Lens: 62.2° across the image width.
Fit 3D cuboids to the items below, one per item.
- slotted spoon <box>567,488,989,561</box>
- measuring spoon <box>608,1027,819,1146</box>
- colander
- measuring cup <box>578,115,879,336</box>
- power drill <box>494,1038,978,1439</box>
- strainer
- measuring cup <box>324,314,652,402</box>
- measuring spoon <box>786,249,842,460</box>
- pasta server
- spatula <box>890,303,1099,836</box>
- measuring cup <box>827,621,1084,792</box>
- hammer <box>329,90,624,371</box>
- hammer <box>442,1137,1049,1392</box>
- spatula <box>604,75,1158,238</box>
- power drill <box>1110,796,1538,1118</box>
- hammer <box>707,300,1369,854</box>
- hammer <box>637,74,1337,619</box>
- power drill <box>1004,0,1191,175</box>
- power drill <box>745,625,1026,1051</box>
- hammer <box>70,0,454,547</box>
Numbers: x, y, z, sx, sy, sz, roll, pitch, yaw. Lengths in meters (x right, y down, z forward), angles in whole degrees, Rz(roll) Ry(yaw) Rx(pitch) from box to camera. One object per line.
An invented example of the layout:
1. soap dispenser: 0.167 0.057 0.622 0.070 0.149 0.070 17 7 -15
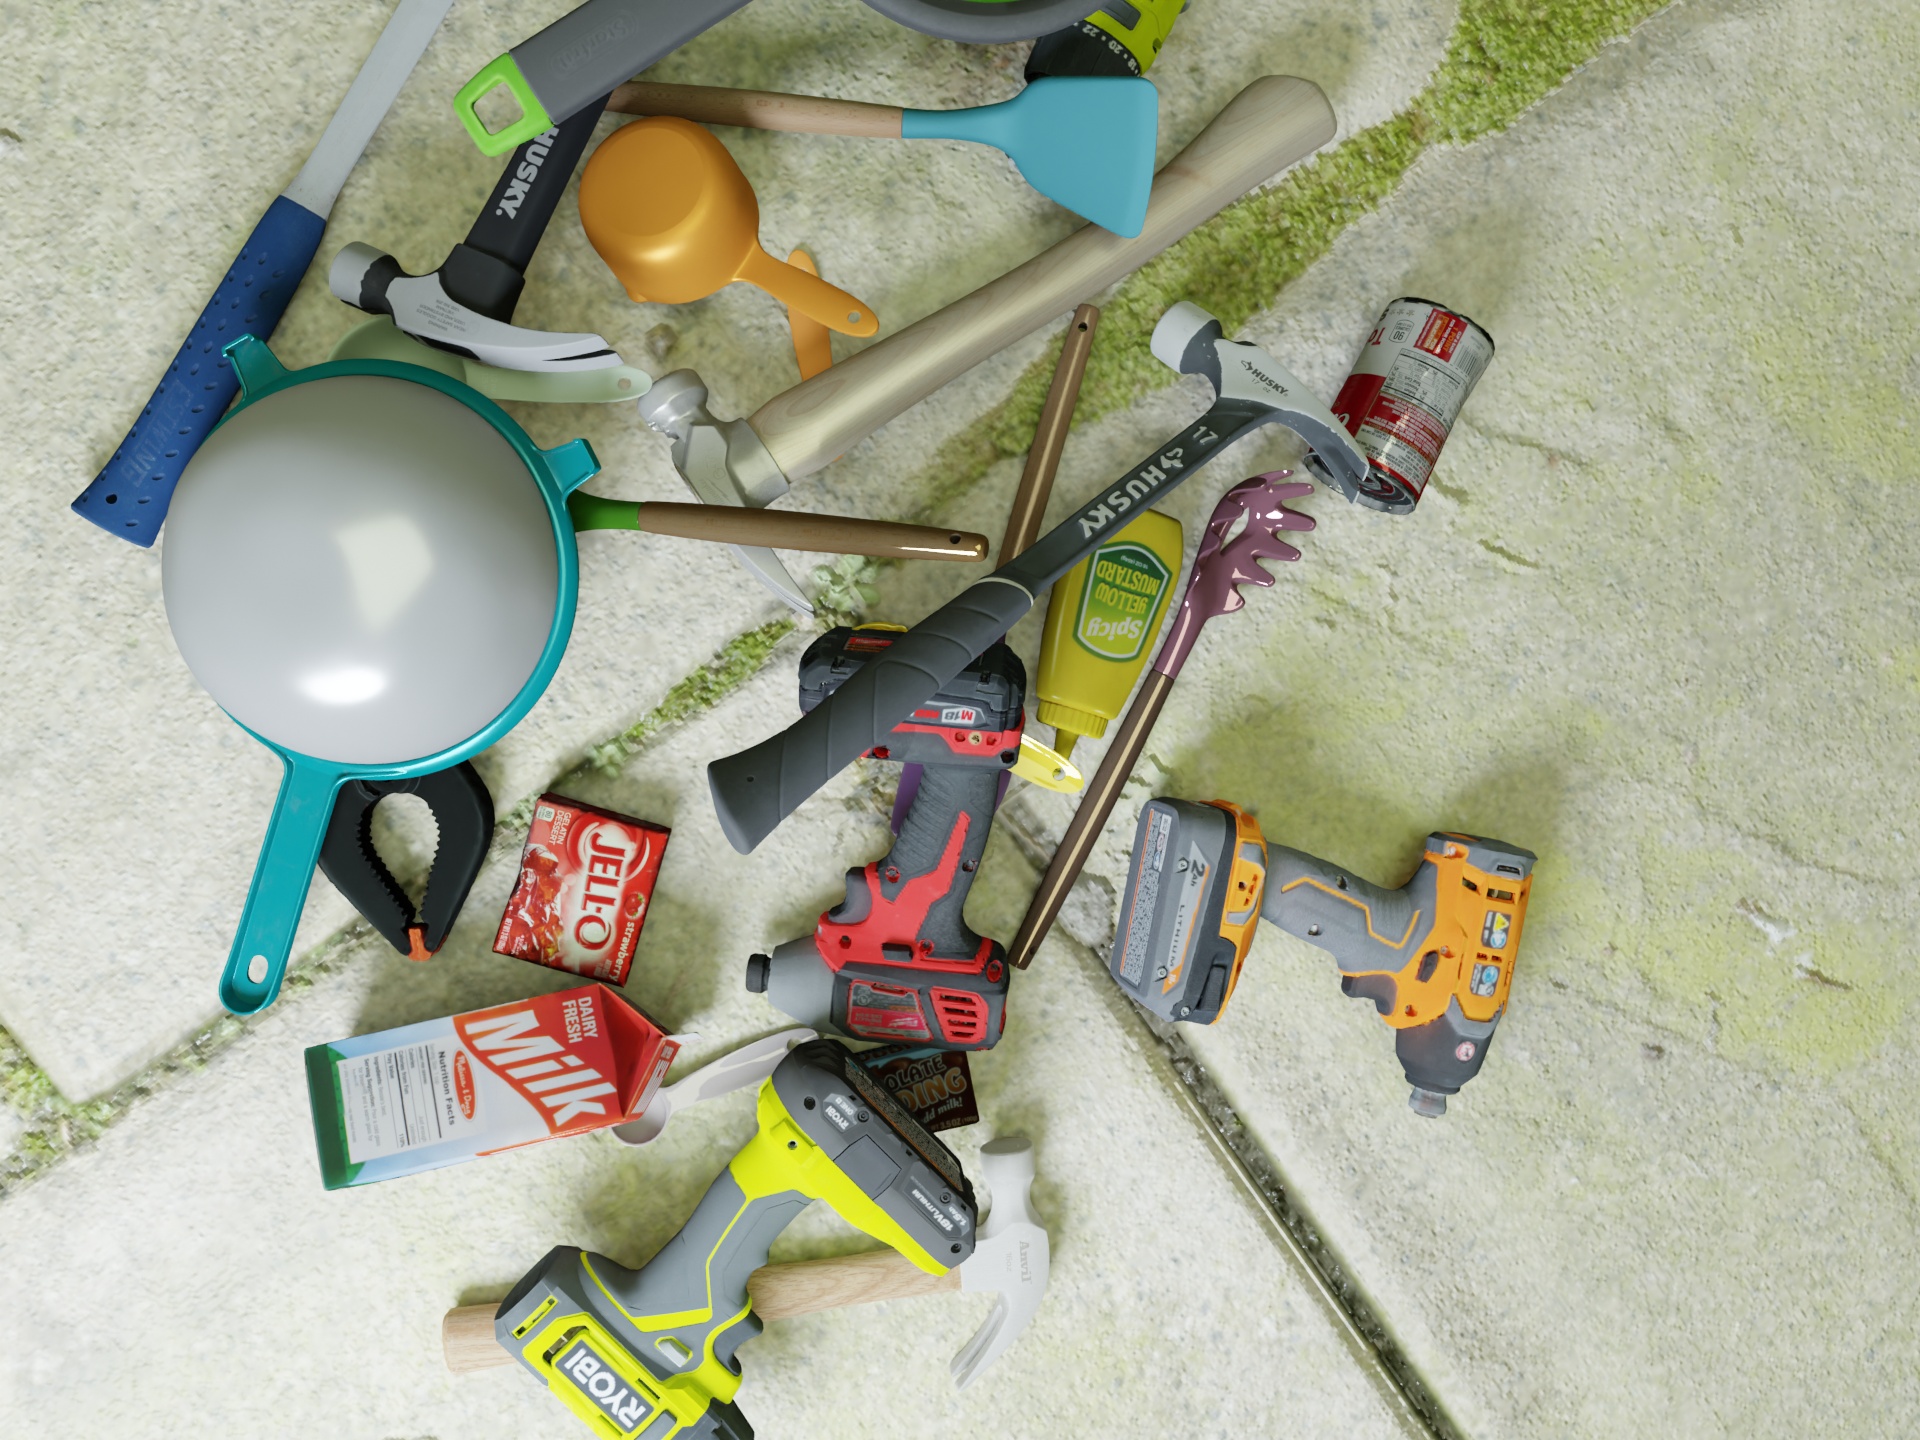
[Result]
1. slotted spoon: -0.137 -0.099 0.801 0.314 0.031 0.070 7 69 17
2. measuring spoon: -0.136 0.200 0.882 0.124 0.018 0.034 -22 80 -13
3. colander: -0.061 -0.383 0.758 0.397 0.094 0.204 -31 105 2
4. measuring cup: -0.118 -0.246 0.814 0.174 0.052 0.095 31 87 15
5. power drill: -0.104 0.292 0.828 0.223 0.080 0.171 -44 96 0
6. strainer: -0.317 -0.011 0.765 0.211 0.095 0.340 18 94 1
7. measuring cup: -0.243 -0.170 0.827 0.167 0.038 0.083 -2 83 -3
8. measuring spoon: -0.080 -0.200 0.872 0.021 0.011 0.117 -9 94 -8
9. pasta server: 0.107 0.001 0.895 0.060 0.040 0.316 27 90 -41
10. spatula: 0.029 -0.079 0.890 0.060 0.018 0.316 16 91 0
11. measuring cup: -0.001 -0.003 0.875 0.156 0.029 0.062 29 101 -4
12. hammer: -0.176 -0.329 0.792 0.146 0.035 0.335 25 85 10
13. hammer: -0.114 0.320 0.880 0.331 0.031 0.130 -7 93 -8
14. spatula: -0.057 -0.312 0.829 0.317 0.044 0.082 6 132 4
15. power drill: 0.206 0.133 0.896 0.226 0.084 0.164 10 91 -13
16. hammer: 0.038 -0.069 0.787 0.149 0.036 0.409 40 63 21
17. hammer: 0.038 -0.219 0.858 0.410 0.038 0.146 -34 86 -8
18. power drill: 0.013 -0.420 0.845 0.228 0.080 0.190 29 93 -11
19. power drill: -0.039 0.068 0.841 0.143 0.078 0.219 6 106 2
20. hammer: -0.328 -0.270 0.820 0.144 0.035 0.405 30 88 -8
